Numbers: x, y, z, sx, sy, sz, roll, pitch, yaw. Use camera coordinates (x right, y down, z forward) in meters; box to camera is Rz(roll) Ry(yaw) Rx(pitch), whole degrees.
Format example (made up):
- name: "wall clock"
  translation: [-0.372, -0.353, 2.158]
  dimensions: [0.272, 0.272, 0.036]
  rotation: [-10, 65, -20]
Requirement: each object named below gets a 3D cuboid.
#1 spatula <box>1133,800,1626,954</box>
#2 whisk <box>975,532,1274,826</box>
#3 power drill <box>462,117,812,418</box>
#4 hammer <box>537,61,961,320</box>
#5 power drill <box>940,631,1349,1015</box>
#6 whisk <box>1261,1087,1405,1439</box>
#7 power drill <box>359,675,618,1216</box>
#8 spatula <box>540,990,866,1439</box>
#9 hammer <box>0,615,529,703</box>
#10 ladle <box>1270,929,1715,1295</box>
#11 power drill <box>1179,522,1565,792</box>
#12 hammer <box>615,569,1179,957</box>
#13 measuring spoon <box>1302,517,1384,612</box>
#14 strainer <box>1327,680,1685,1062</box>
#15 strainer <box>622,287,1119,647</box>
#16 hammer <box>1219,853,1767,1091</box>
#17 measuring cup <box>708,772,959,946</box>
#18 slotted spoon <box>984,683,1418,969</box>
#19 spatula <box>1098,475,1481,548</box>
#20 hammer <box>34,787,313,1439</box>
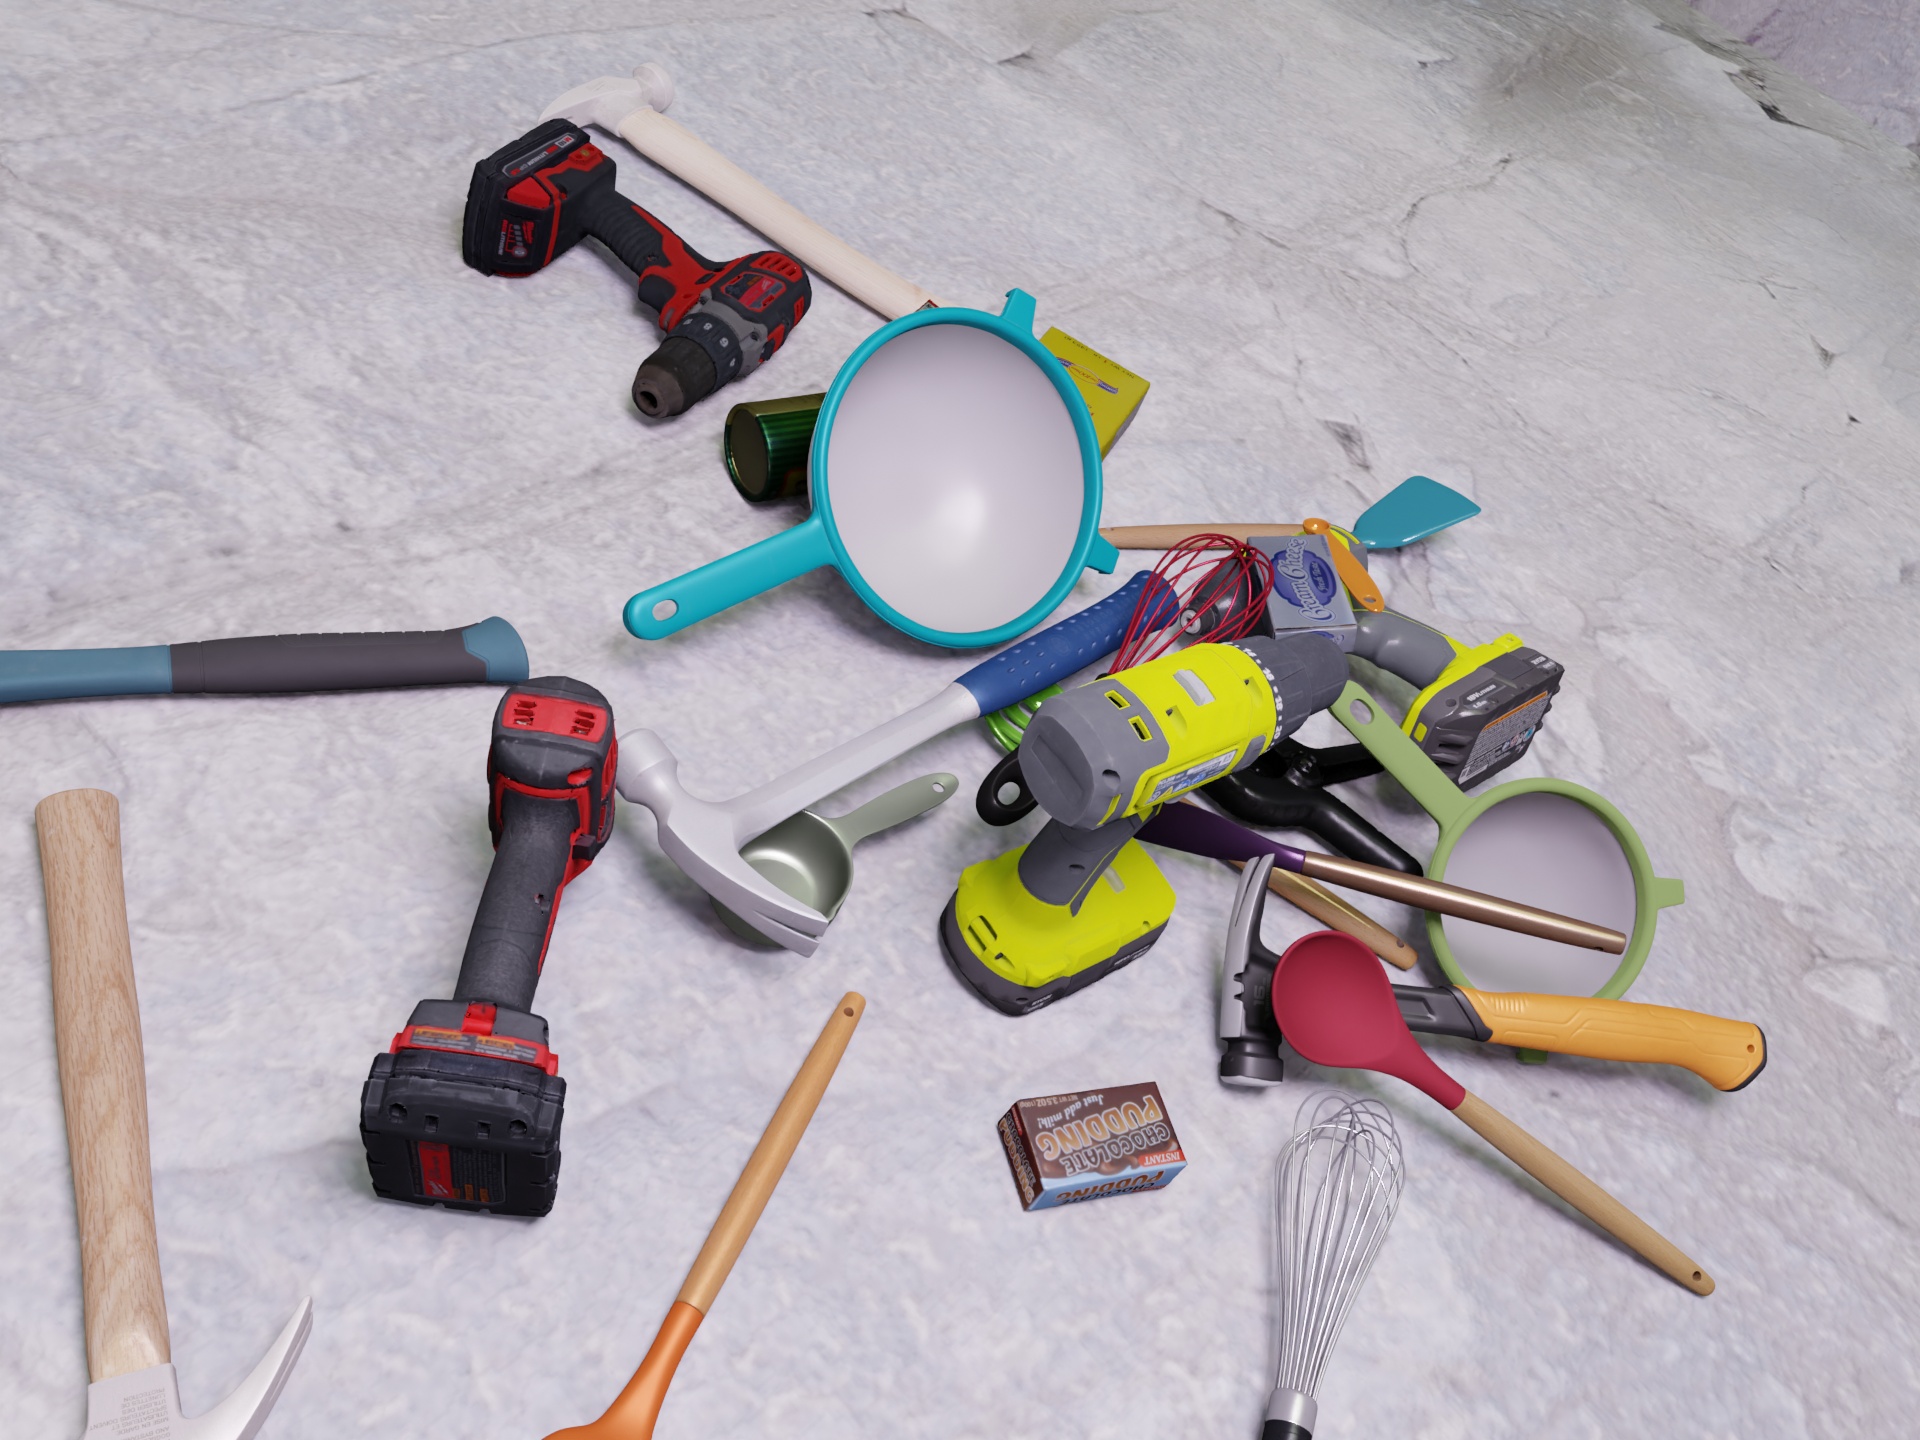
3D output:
- name: "spatula"
  translation: [0.224, 0.088, 0.922]
  dimensions: [0.316, 0.059, 0.018]
  rotation: [15, 60, 8]
- name: "whisk"
  translation: [0.099, -0.029, 0.938]
  dimensions: [0.073, 0.073, 0.296]
  rotation: [38, 52, 12]
- name: "power drill"
  translation: [-0.235, -0.308, 1.111]
  dimensions: [0.226, 0.080, 0.188]
  rotation: [32, 47, 2]
- name: "hammer"
  translation: [-0.137, -0.379, 1.238]
  dimensions: [0.411, 0.038, 0.146]
  rotation: [35, 48, 9]
- name: "power drill"
  translation: [0.093, 0.047, 0.828]
  dimensions: [0.190, 0.228, 0.080]
  rotation: [-19, 61, -34]
- name: "whisk"
  translation: [0.164, 0.301, 0.762]
  dimensions: [0.070, 0.070, 0.285]
  rotation: [26, 50, 0]
- name: "power drill"
  translation: [-0.204, 0.103, 0.728]
  dimensions: [0.078, 0.143, 0.220]
  rotation: [10, 54, -9]
- name: "spatula"
  translation: [-0.108, 0.239, 0.709]
  dimensions: [0.081, 0.041, 0.323]
  rotation: [27, 45, 2]
- name: "hammer"
  translation: [-0.395, -0.029, 0.827]
  dimensions: [0.331, 0.033, 0.128]
  rotation: [-4, 52, -26]
- name: "ladle"
  translation: [0.290, 0.219, 0.863]
  dimensions: [0.315, 0.031, 0.069]
  rotation: [37, 80, -6]
- name: "power drill"
  translation: [0.270, -0.047, 1.071]
  dimensions: [0.171, 0.080, 0.223]
  rotation: [-22, 48, -37]
- name: "hammer"
  translation: [-0.001, -0.003, 0.918]
  dimensions: [0.405, 0.035, 0.144]
  rotation: [-28, 68, -40]
- name: "measuring spoon"
  translation: [0.260, -0.104, 1.083]
  dimensions: [0.021, 0.011, 0.117]
  rotation: [-5, 39, -12]
- name: "strainer"
  translation: [0.306, 0.073, 0.974]
  dimensions: [0.256, 0.069, 0.151]
  rotation: [46, 80, -4]
- name: "strainer"
  translation: [-0.069, -0.126, 0.996]
  dimensions: [0.340, 0.095, 0.211]
  rotation: [-28, 106, -26]
- name: "hammer"
  translation: [0.310, 0.162, 0.912]
  dimensions: [0.336, 0.034, 0.127]
  rotation: [10, 76, -12]
- name: "measuring cup"
  translation: [-0.066, 0.070, 0.877]
  dimensions: [0.167, 0.038, 0.083]
  rotation: [-25, 64, -39]
- name: "slotted spoon"
  translation: [0.143, 0.063, 0.977]
  dimensions: [0.314, 0.031, 0.070]
  rotation: [33, 47, 4]
- name: "spatula"
  translation: [0.238, -0.150, 1.189]
  dimensions: [0.317, 0.044, 0.082]
  rotation: [-4, 30, -24]
- name: "hammer"
  translation: [-0.359, 0.166, 0.674]
  dimensions: [0.130, 0.031, 0.332]
  rotation: [-7, 54, -27]
